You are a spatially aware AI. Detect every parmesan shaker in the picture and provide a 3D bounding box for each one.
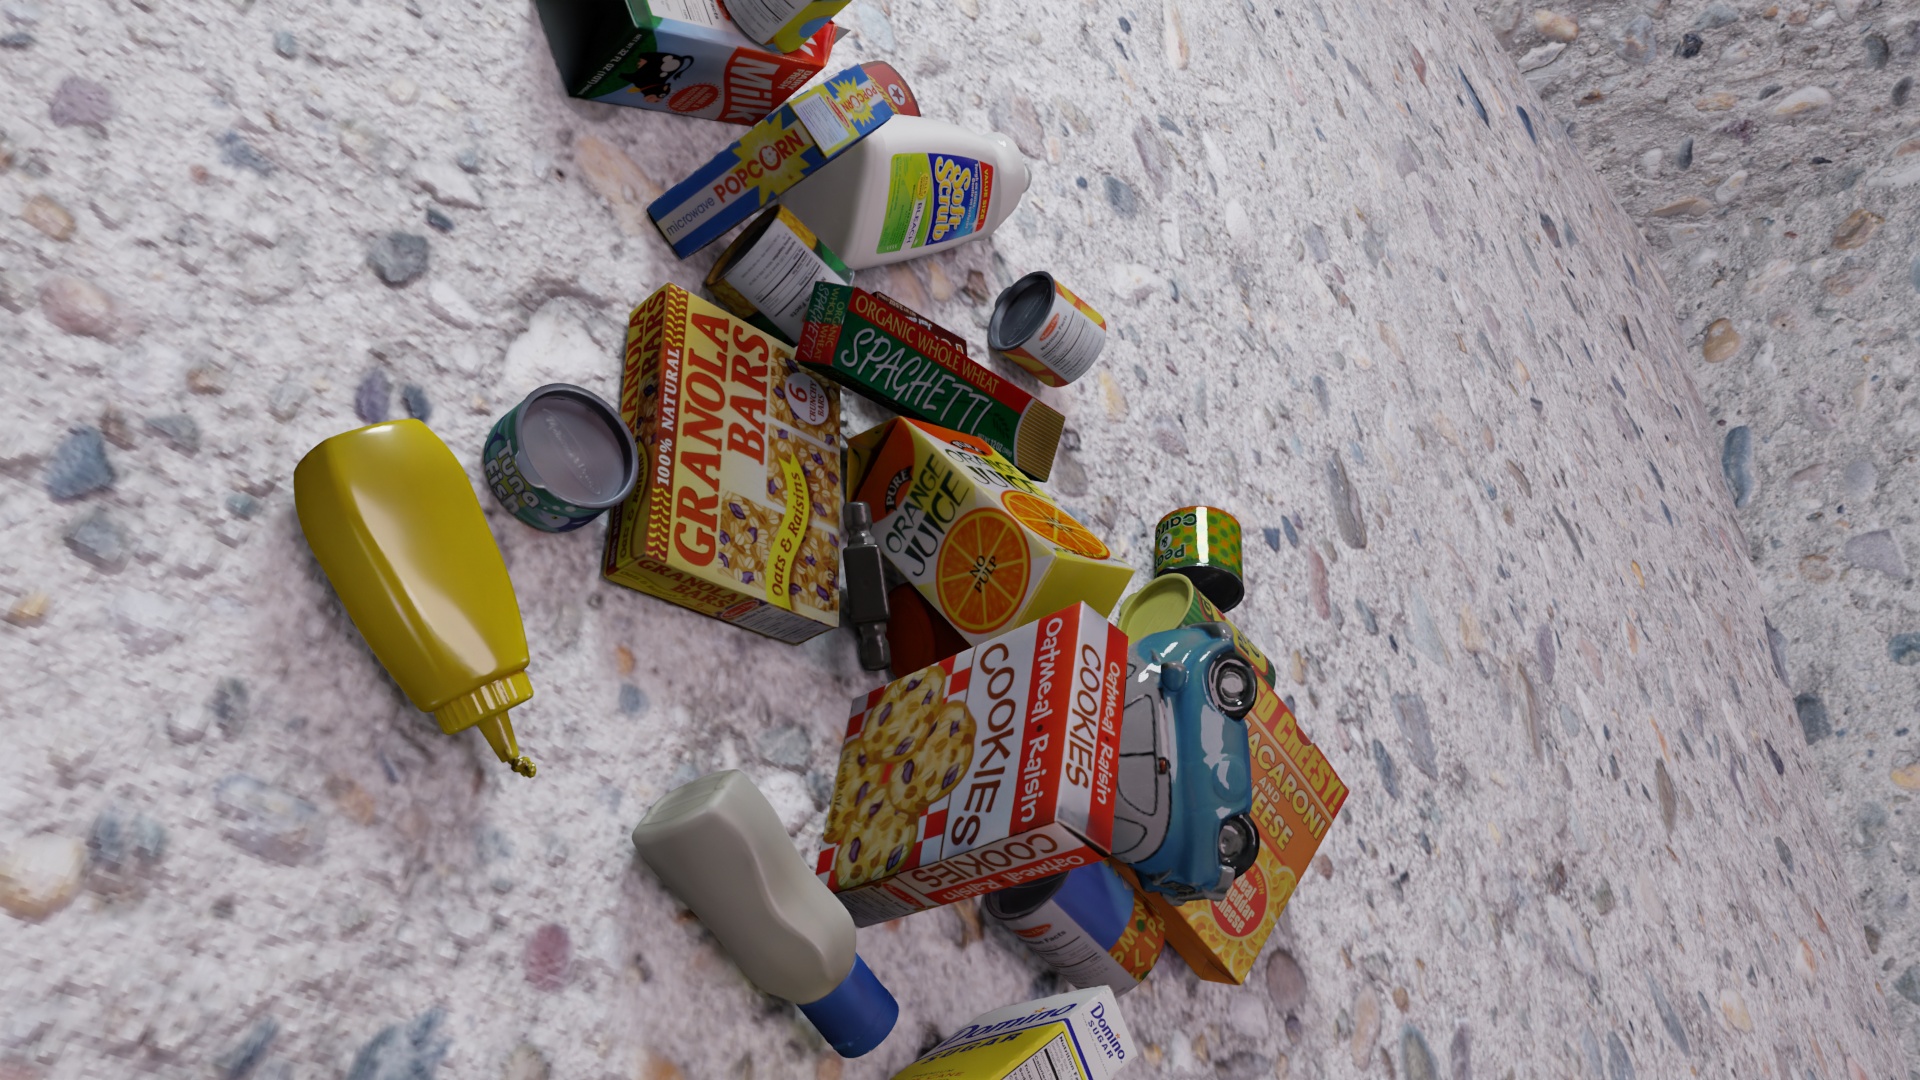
[{"bbox_3d":[0.167,0.079,0.988,0.103,0.071,0.072,42,42,-26],"label":"parmesan shaker"}]

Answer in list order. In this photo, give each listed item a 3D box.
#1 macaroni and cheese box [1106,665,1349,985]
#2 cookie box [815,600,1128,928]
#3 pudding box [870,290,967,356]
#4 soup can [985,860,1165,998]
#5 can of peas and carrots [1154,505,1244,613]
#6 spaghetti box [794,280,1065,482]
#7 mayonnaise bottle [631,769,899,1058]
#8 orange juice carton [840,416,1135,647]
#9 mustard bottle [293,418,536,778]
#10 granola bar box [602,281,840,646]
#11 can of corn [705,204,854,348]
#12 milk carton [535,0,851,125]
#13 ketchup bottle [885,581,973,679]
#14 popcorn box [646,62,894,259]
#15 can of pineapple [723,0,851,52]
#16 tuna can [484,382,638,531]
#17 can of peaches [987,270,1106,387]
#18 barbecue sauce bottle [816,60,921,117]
[{"bbox_3d":[0.177,0.184,0.911,0.123,0.040,0.167,51,58,-15],"label":"macaroni and cheese box"},{"bbox_3d":[0.005,0.114,0.691,0.040,0.167,0.123,38,44,-30],"label":"cookie box"},{"bbox_3d":[-0.033,-0.121,0.905,0.083,0.030,0.050,24,52,-39],"label":"pudding box"},{"bbox_3d":[0.067,0.208,0.788,0.083,0.071,0.072,46,40,-21],"label":"soup can"},{"bbox_3d":[0.176,0.015,1.035,0.071,0.070,0.059,35,44,-31],"label":"can of peas and carrots"},{"bbox_3d":[-0.010,-0.092,0.861,0.250,0.029,0.050,23,81,-54],"label":"spaghetti box"},{"bbox_3d":[-0.084,0.174,0.641,0.148,0.064,0.041,55,34,-16],"label":"mayonnaise bottle"},{"bbox_3d":[0.003,-0.010,0.805,0.072,0.072,0.193,10,25,-46],"label":"orange juice carton"},{"bbox_3d":[-0.219,0.030,0.581,0.065,0.048,0.160,-24,87,-52],"label":"mustard bottle"},{"bbox_3d":[-0.122,-0.039,0.743,0.124,0.039,0.166,25,51,-40],"label":"granola bar box"},{"bbox_3d":[-0.107,-0.153,0.813,0.058,0.071,0.071,42,42,-24],"label":"can of corn"},{"bbox_3d":[-0.153,-0.308,0.847,0.191,0.072,0.073,-11,78,-51],"label":"milk carton"},{"bbox_3d":[0.018,0.059,0.842,0.149,0.043,0.065,7,56,-48],"label":"ketchup bottle"},{"bbox_3d":[-0.110,-0.216,0.795,0.038,0.126,0.085,56,38,-15],"label":"popcorn box"},{"bbox_3d":[-0.099,-0.331,0.815,0.071,0.057,0.071,26,51,-38],"label":"can of pineapple"},{"bbox_3d":[-0.193,-0.038,0.666,0.071,0.032,0.071,28,49,-37],"label":"tuna can"},{"bbox_3d":[0.062,-0.153,1.008,0.058,0.071,0.071,31,47,-34],"label":"can of peaches"},{"bbox_3d":[-0.083,-0.280,0.934,0.064,0.043,0.149,59,38,-10],"label":"barbecue sauce bottle"}]
